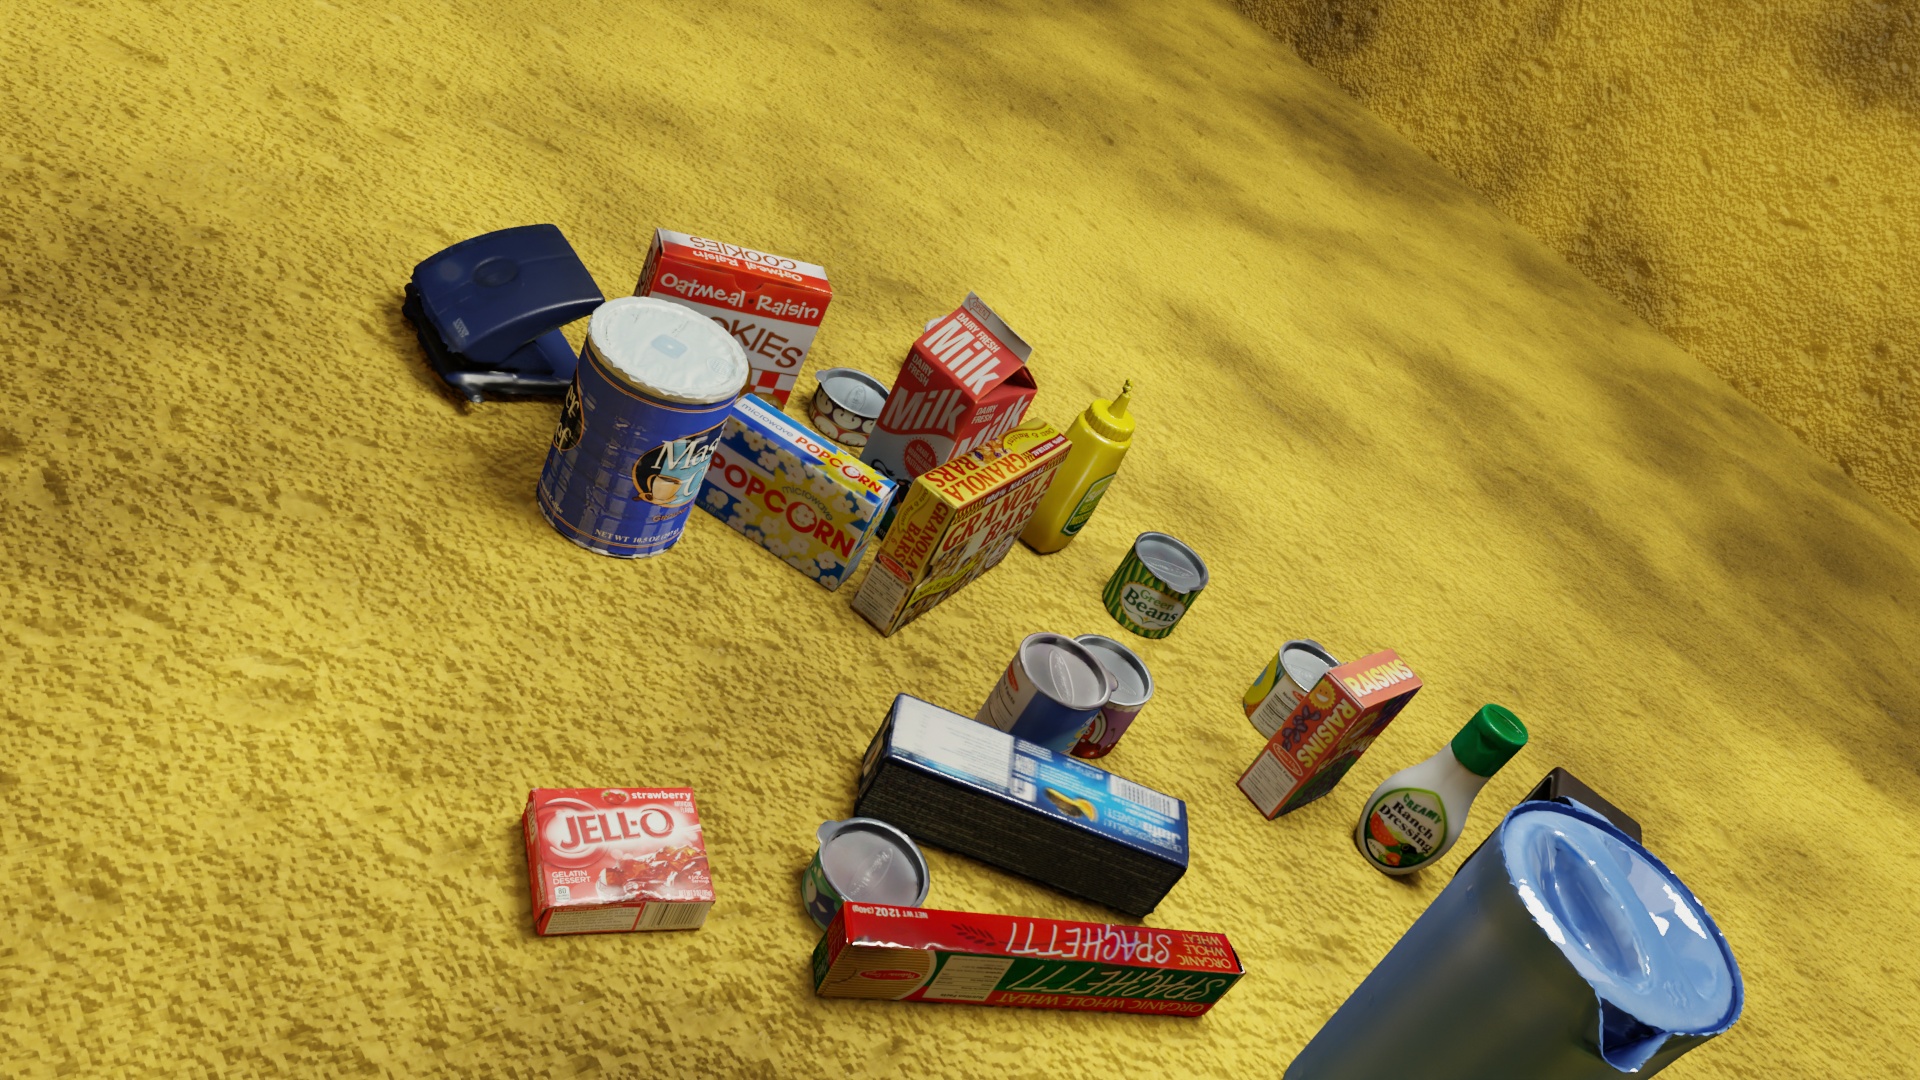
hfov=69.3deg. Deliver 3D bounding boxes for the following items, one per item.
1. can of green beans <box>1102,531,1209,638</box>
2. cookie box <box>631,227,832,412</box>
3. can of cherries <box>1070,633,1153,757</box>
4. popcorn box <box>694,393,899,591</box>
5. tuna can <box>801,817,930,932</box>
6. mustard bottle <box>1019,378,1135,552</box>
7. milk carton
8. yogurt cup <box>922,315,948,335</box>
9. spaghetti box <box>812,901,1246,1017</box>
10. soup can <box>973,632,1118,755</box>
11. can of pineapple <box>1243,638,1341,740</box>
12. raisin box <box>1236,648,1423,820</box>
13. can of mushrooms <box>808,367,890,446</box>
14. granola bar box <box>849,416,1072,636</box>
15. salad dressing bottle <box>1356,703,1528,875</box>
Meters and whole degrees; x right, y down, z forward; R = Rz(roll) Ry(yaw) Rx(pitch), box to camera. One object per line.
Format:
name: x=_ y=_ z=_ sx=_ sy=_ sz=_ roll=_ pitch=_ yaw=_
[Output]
can of green beans: x=0.155 y=0.036 z=1.106 sx=0.071 sy=0.057 sz=0.071 roll=19 pitch=35 yaw=-14
cookie box: x=-0.177 y=-0.129 z=0.981 sx=0.123 sy=0.166 sz=0.040 roll=8 pitch=39 yaw=-28
can of cherries: x=0.090 y=0.109 z=0.963 sx=0.071 sy=0.058 sz=0.072 roll=19 pitch=35 yaw=-14
popcorn box: x=-0.118 y=-0.034 z=0.974 sx=0.127 sy=0.084 sz=0.038 roll=32 pitch=34 yaw=4
tuna can: x=-0.055 y=0.190 z=0.776 sx=0.071 sy=0.032 sz=0.071 roll=19 pitch=35 yaw=-14
mustard bottle: x=0.098 y=-0.062 z=1.100 sx=0.049 sy=0.159 sz=0.065 roll=42 pitch=36 yaw=18
milk carton: x=-0.010 y=-0.087 z=1.027 sx=0.074 sy=0.189 sz=0.072 roll=-17 pitch=55 yaw=-47
yogurt cup: x=-0.010 y=-0.158 z=1.240 sx=0.072 sy=0.053 sz=0.073 roll=19 pitch=35 yaw=-14
spaghetti box: x=0.042 y=0.235 z=0.772 sx=0.250 sy=0.050 sz=0.029 roll=12 pitch=38 yaw=-24
soup can: x=0.053 y=0.113 z=0.909 sx=0.071 sy=0.083 sz=0.072 roll=20 pitch=35 yaw=-14
can of pineapple: x=0.262 y=0.119 z=1.075 sx=0.071 sy=0.057 sz=0.071 roll=19 pitch=35 yaw=-14
raisin box: x=0.264 y=0.138 z=0.994 sx=0.086 sy=0.122 sz=0.040 roll=-9 pitch=50 yaw=-43
can of mushrooms: x=-0.091 y=-0.111 z=1.139 sx=0.071 sy=0.033 sz=0.071 roll=19 pitch=35 yaw=-14
granola bar box: x=0.004 y=-0.013 z=1.000 sx=0.039 sy=0.123 sz=0.166 roll=39 pitch=35 yaw=14
salad dressing bottle: x=0.338 y=0.175 z=0.978 sx=0.064 sy=0.147 sz=0.044 roll=43 pitch=36 yaw=19
